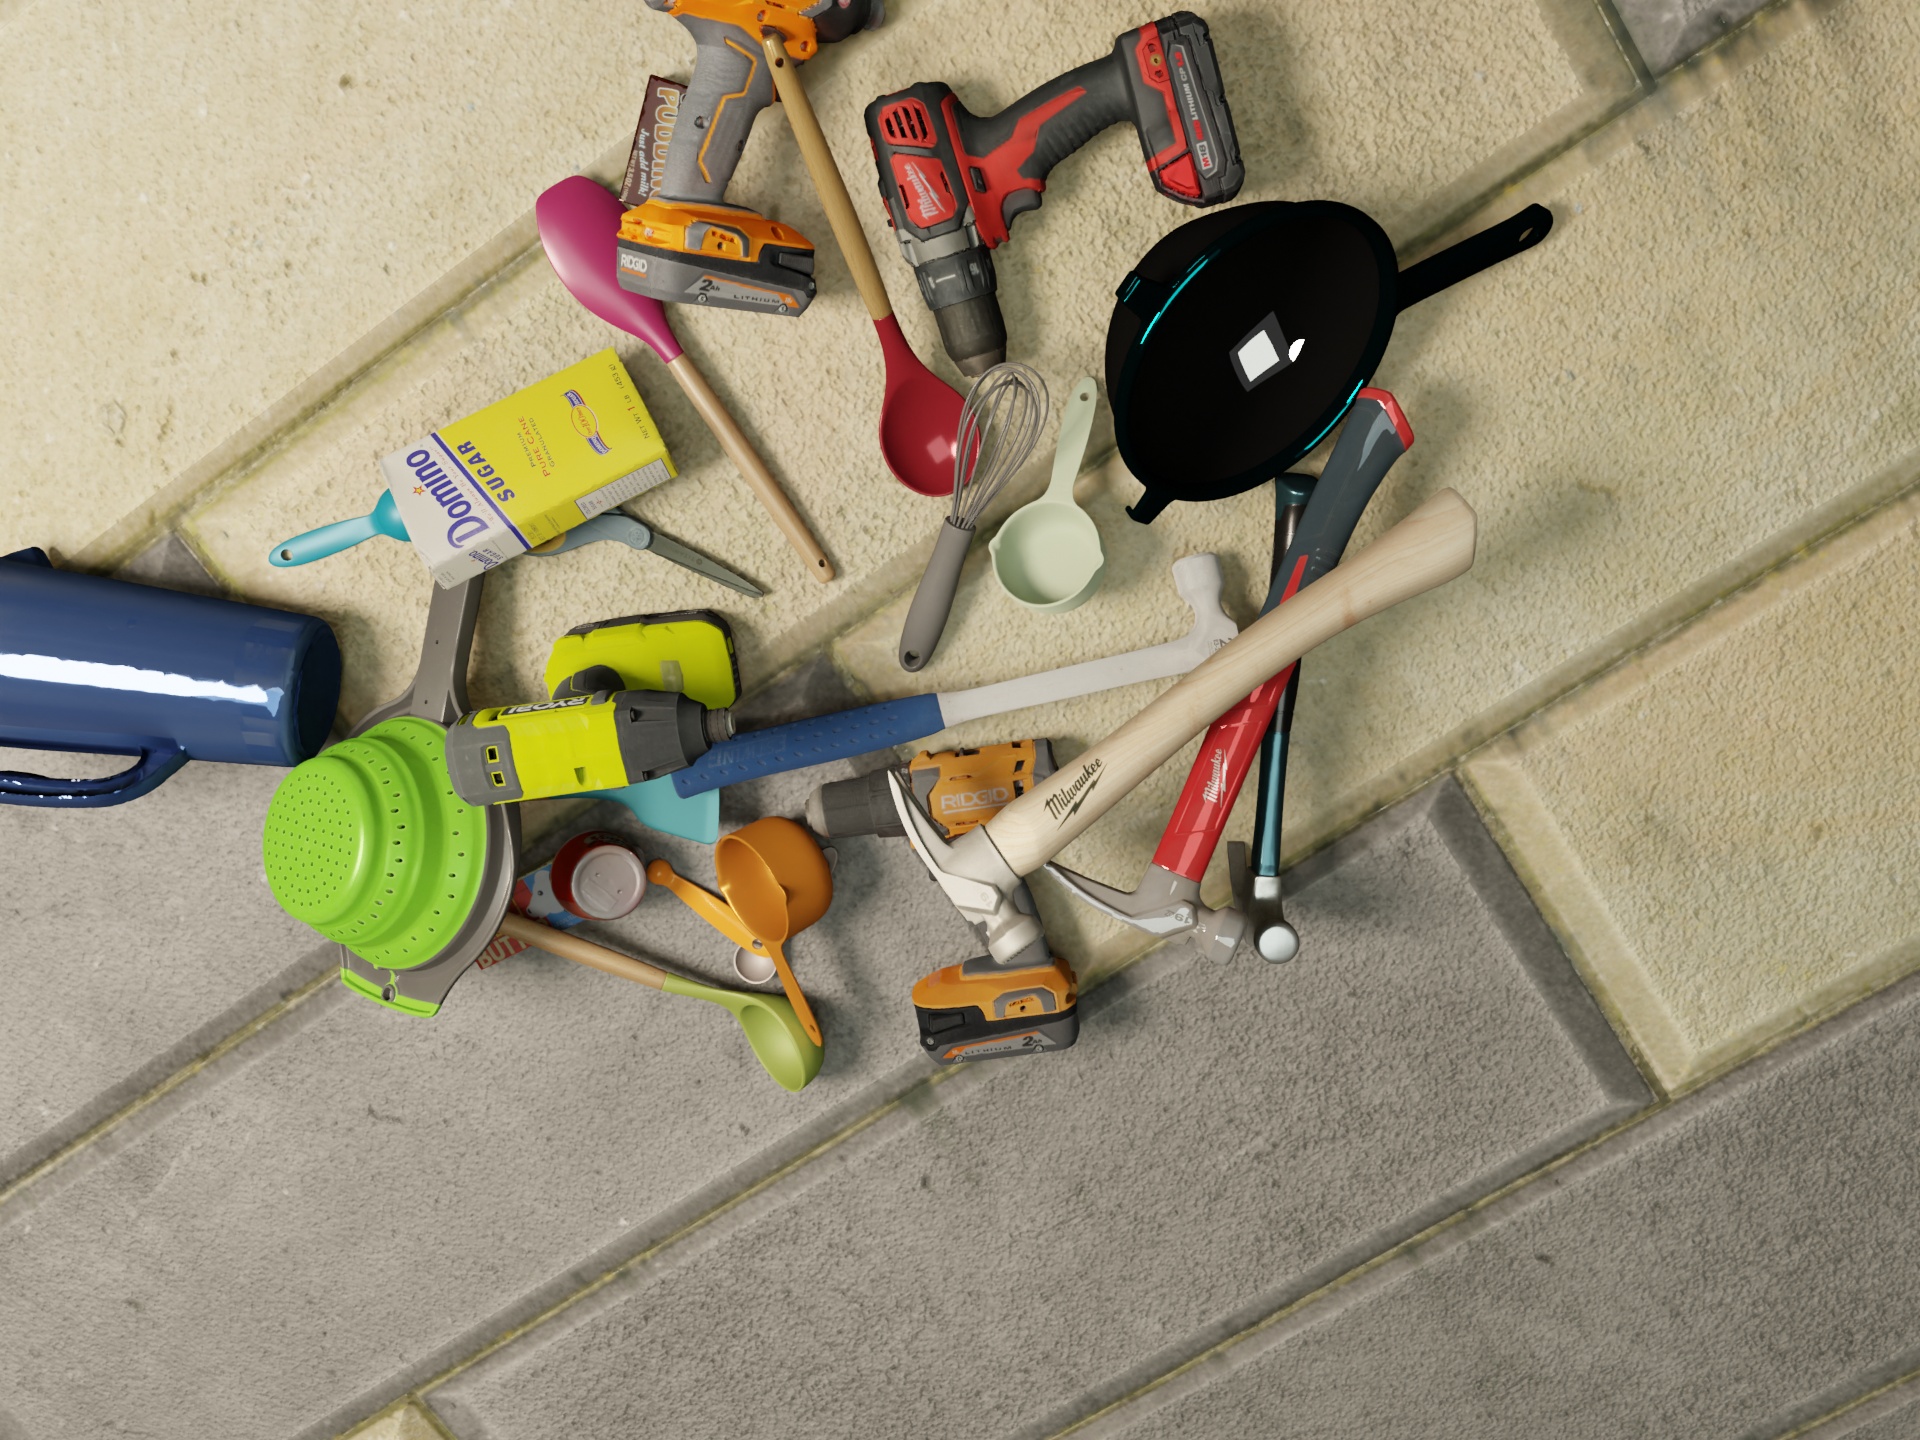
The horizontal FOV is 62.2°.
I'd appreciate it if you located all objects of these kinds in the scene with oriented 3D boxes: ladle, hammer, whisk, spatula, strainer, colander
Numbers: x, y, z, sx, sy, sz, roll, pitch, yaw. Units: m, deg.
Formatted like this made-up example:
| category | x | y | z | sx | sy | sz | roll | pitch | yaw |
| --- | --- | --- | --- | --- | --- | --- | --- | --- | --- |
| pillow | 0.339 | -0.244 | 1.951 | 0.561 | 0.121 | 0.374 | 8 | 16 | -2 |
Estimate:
| category | x | y | z | sx | sy | sz | roll | pitch | yaw |
| --- | --- | --- | --- | --- | --- | --- | --- | --- | --- |
| ladle | -0.061 | -0.285 | 1.028 | 0.069 | 0.031 | 0.315 | -24 | 124 | 0 |
| hammer | 0.147 | -0.021 | 1.021 | 0.410 | 0.038 | 0.146 | -37 | 81 | 5 |
| whisk | 0.003 | -0.133 | 1.092 | 0.055 | 0.055 | 0.238 | 19 | 119 | -4 |
| hammer | 0.188 | -0.043 | 1.053 | 0.143 | 0.038 | 0.386 | 23 | 91 | 8 |
| spatula | -0.330 | 0.050 | 1.165 | 0.317 | 0.044 | 0.082 | -1 | 93 | 3 |
| strainer | 0.224 | -0.280 | 1.035 | 0.340 | 0.095 | 0.210 | -27 | 142 | -13 |
| hammer | -0.002 | -0.004 | 1.109 | 0.405 | 0.035 | 0.144 | -13 | 80 | 2 |
| ladle | -0.249 | 0.195 | 1.183 | 0.320 | 0.062 | 0.078 | 22 | 145 | -10 |
| hammer | 0.222 | -0.007 | 1.111 | 0.033 | 0.128 | 0.331 | 3 | 97 | -1 |
| colander | -0.388 | 0.002 | 1.081 | 0.205 | 0.094 | 0.397 | 11 | 91 | 32 |

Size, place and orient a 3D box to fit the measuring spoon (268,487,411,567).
| category | x | y | z | sx | sy | sz | roll | pitch | yaw |
| --- | --- | --- | --- | --- | --- | --- | --- | --- | --- |
| measuring spoon | -0.434 | -0.132 | 1.126 | 0.128 | 0.021 | 0.042 | -18 | 105 | 5 |

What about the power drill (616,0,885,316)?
| category | x | y | z | sx | sy | sz | roll | pitch | yaw |
| --- | --- | --- | --- | --- | --- | --- | --- | --- | --- |
| power drill | -0.130 | -0.377 | 1.004 | 0.164 | 0.084 | 0.226 | -4 | 112 | -38 |

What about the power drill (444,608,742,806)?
| category | x | y | z | sx | sy | sz | roll | pitch | yaw |
| --- | --- | --- | --- | --- | --- | --- | --- | --- | --- |
| power drill | -0.221 | -0.009 | 1.052 | 0.171 | 0.223 | 0.080 | -8 | 106 | 3 |

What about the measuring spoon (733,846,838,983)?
| category | x | y | z | sx | sy | sz | roll | pitch | yaw |
| --- | --- | --- | --- | --- | --- | --- | --- | --- | --- |
| measuring spoon | -0.129 | 0.146 | 1.206 | 0.034 | 0.018 | 0.124 | 36 | 97 | 5 |

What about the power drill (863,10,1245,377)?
| category | x | y | z | sx | sy | sz | roll | pitch | yaw |
| --- | --- | --- | --- | --- | --- | --- | --- | --- | --- |
| power drill | 0.065 | -0.340 | 1.031 | 0.226 | 0.080 | 0.187 | -16 | 105 | 8 |

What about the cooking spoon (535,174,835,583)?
| category | x | y | z | sx | sy | sz | roll | pitch | yaw |
| --- | --- | --- | --- | --- | --- | --- | --- | --- | --- |
| cooking spoon | -0.179 | -0.226 | 1.088 | 0.069 | 0.017 | 0.318 | -41 | 108 | -22 |

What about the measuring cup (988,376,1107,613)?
| category | x | y | z | sx | sy | sz | roll | pitch | yaw |
| --- | --- | --- | --- | --- | --- | --- | --- | --- | --- |
| measuring cup | 0.074 | -0.153 | 1.095 | 0.083 | 0.038 | 0.168 | 10 | 80 | 22 |

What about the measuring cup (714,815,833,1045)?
| category | x | y | z | sx | sy | sz | roll | pitch | yaw |
| --- | --- | --- | --- | --- | --- | --- | --- | --- | --- |
| measuring cup | -0.118 | 0.151 | 1.164 | 0.052 | 0.095 | 0.173 | -30 | 105 | -34 |

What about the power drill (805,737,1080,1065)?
| category | x | y | z | sx | sy | sz | roll | pitch | yaw |
| --- | --- | --- | --- | --- | --- | --- | --- | --- | --- |
| power drill | -0.008 | 0.132 | 1.165 | 0.185 | 0.084 | 0.226 | -8 | 101 | 3 |

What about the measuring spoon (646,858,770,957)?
| category | x | y | z | sx | sy | sz | roll | pitch | yaw |
| --- | --- | --- | --- | --- | --- | --- | --- | --- | --- |
| measuring spoon | -0.188 | 0.143 | 1.196 | 0.117 | 0.011 | 0.021 | 36 | 101 | 1 |
